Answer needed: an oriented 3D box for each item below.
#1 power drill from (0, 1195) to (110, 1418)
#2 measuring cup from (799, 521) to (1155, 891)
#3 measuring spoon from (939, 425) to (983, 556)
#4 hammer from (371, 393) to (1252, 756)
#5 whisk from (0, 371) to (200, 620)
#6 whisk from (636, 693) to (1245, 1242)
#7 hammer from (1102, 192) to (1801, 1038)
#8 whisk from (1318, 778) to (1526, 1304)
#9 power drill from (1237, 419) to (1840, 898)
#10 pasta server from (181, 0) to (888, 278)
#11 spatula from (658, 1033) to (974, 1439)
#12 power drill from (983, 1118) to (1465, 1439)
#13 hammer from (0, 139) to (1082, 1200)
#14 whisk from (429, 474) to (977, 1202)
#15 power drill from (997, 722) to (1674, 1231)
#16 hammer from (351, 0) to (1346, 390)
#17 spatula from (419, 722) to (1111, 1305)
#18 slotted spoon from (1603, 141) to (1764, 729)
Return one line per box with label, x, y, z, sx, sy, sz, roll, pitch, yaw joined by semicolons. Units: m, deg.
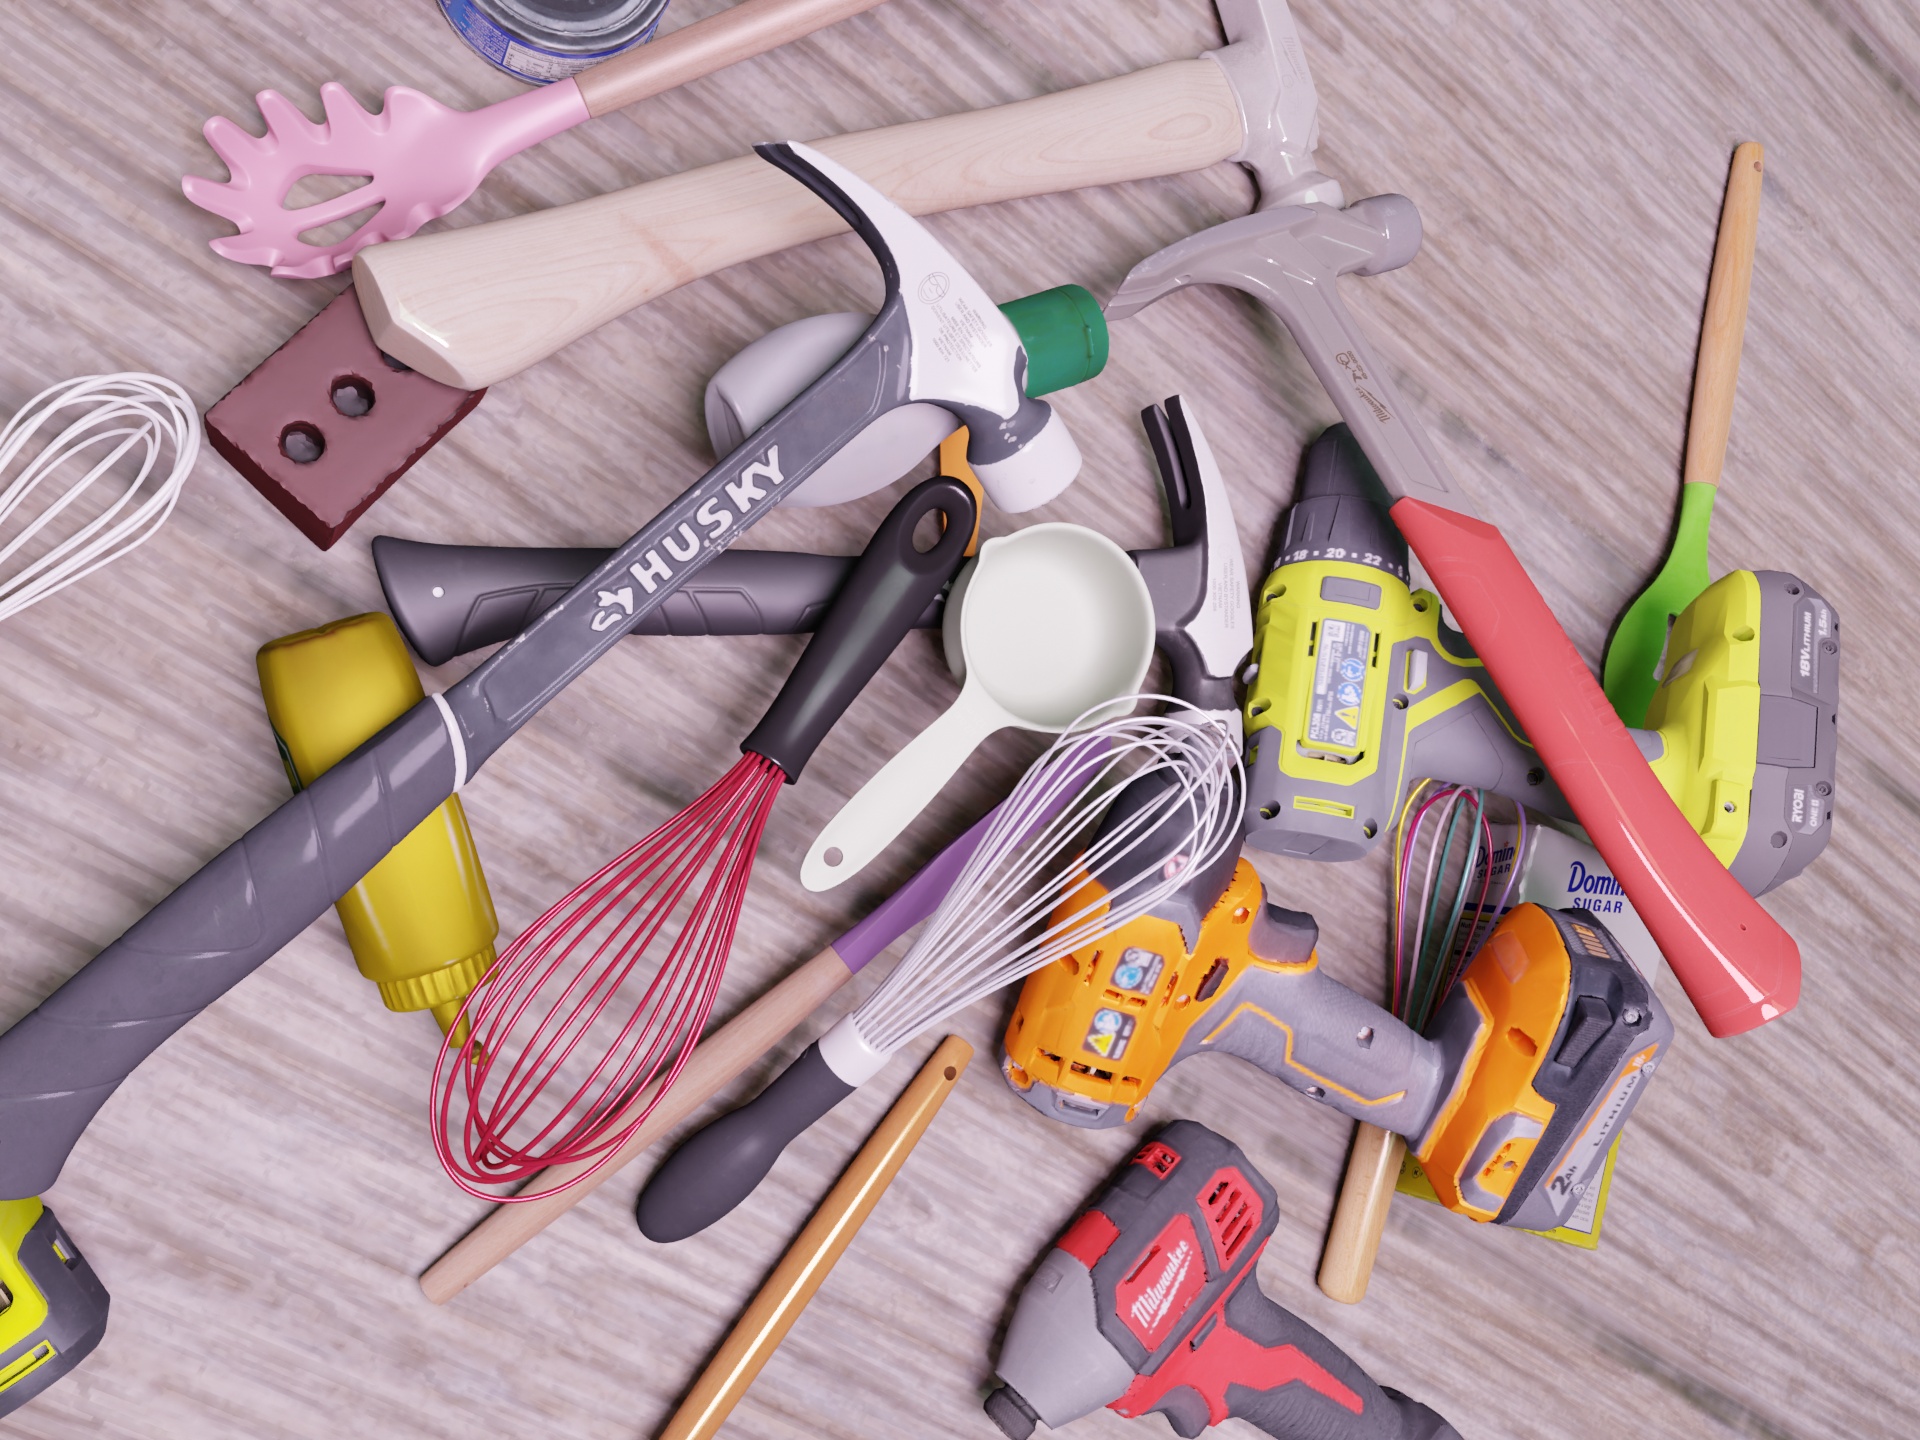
power drill;-0.388;0.168;0.440;0.223;0.080;0.171;-33;101;-24
measuring cup;-0.001;-0.002;0.578;0.167;0.038;0.083;-46;104;-12
measuring spoon;-0.001;-0.101;0.644;0.021;0.011;0.117;3;84;-20
hammer;-0.044;-0.054;0.600;0.334;0.035;0.146;-1;90;-19
whisk;-0.330;-0.016;0.485;0.058;0.059;0.246;37;77;20
whisk;-0.014;0.094;0.558;0.284;0.070;0.070;-42;107;13
hammer;0.197;-0.043;0.608;0.149;0.036;0.359;-22;77;-24
whisk;0.198;0.137;0.709;0.047;0.051;0.245;17;87;-7
power drill;0.237;-0.024;0.672;0.228;0.080;0.191;11;74;3
pasta server;-0.106;-0.228;0.549;0.316;0.040;0.060;-25;93;-6
spatula;-0.096;0.249;0.590;0.081;0.041;0.323;44;70;-17
power drill;0.113;0.287;0.650;0.143;0.078;0.219;-43;102;-19
hammer;-0.144;-0.010;0.483;0.409;0.036;0.149;-42;121;-11
whisk;-0.077;0.030;0.543;0.073;0.073;0.296;39;72;-18
power drill;0.145;0.098;0.612;0.226;0.084;0.164;16;112;-6
hammer;-0.023;-0.213;0.591;0.410;0.038;0.146;-24;97;-30
spatula;-0.064;0.105;0.585;0.316;0.059;0.018;-38;70;-10
slotted spoon;0.371;-0.142;0.791;0.070;0.031;0.314;15;82;-22
